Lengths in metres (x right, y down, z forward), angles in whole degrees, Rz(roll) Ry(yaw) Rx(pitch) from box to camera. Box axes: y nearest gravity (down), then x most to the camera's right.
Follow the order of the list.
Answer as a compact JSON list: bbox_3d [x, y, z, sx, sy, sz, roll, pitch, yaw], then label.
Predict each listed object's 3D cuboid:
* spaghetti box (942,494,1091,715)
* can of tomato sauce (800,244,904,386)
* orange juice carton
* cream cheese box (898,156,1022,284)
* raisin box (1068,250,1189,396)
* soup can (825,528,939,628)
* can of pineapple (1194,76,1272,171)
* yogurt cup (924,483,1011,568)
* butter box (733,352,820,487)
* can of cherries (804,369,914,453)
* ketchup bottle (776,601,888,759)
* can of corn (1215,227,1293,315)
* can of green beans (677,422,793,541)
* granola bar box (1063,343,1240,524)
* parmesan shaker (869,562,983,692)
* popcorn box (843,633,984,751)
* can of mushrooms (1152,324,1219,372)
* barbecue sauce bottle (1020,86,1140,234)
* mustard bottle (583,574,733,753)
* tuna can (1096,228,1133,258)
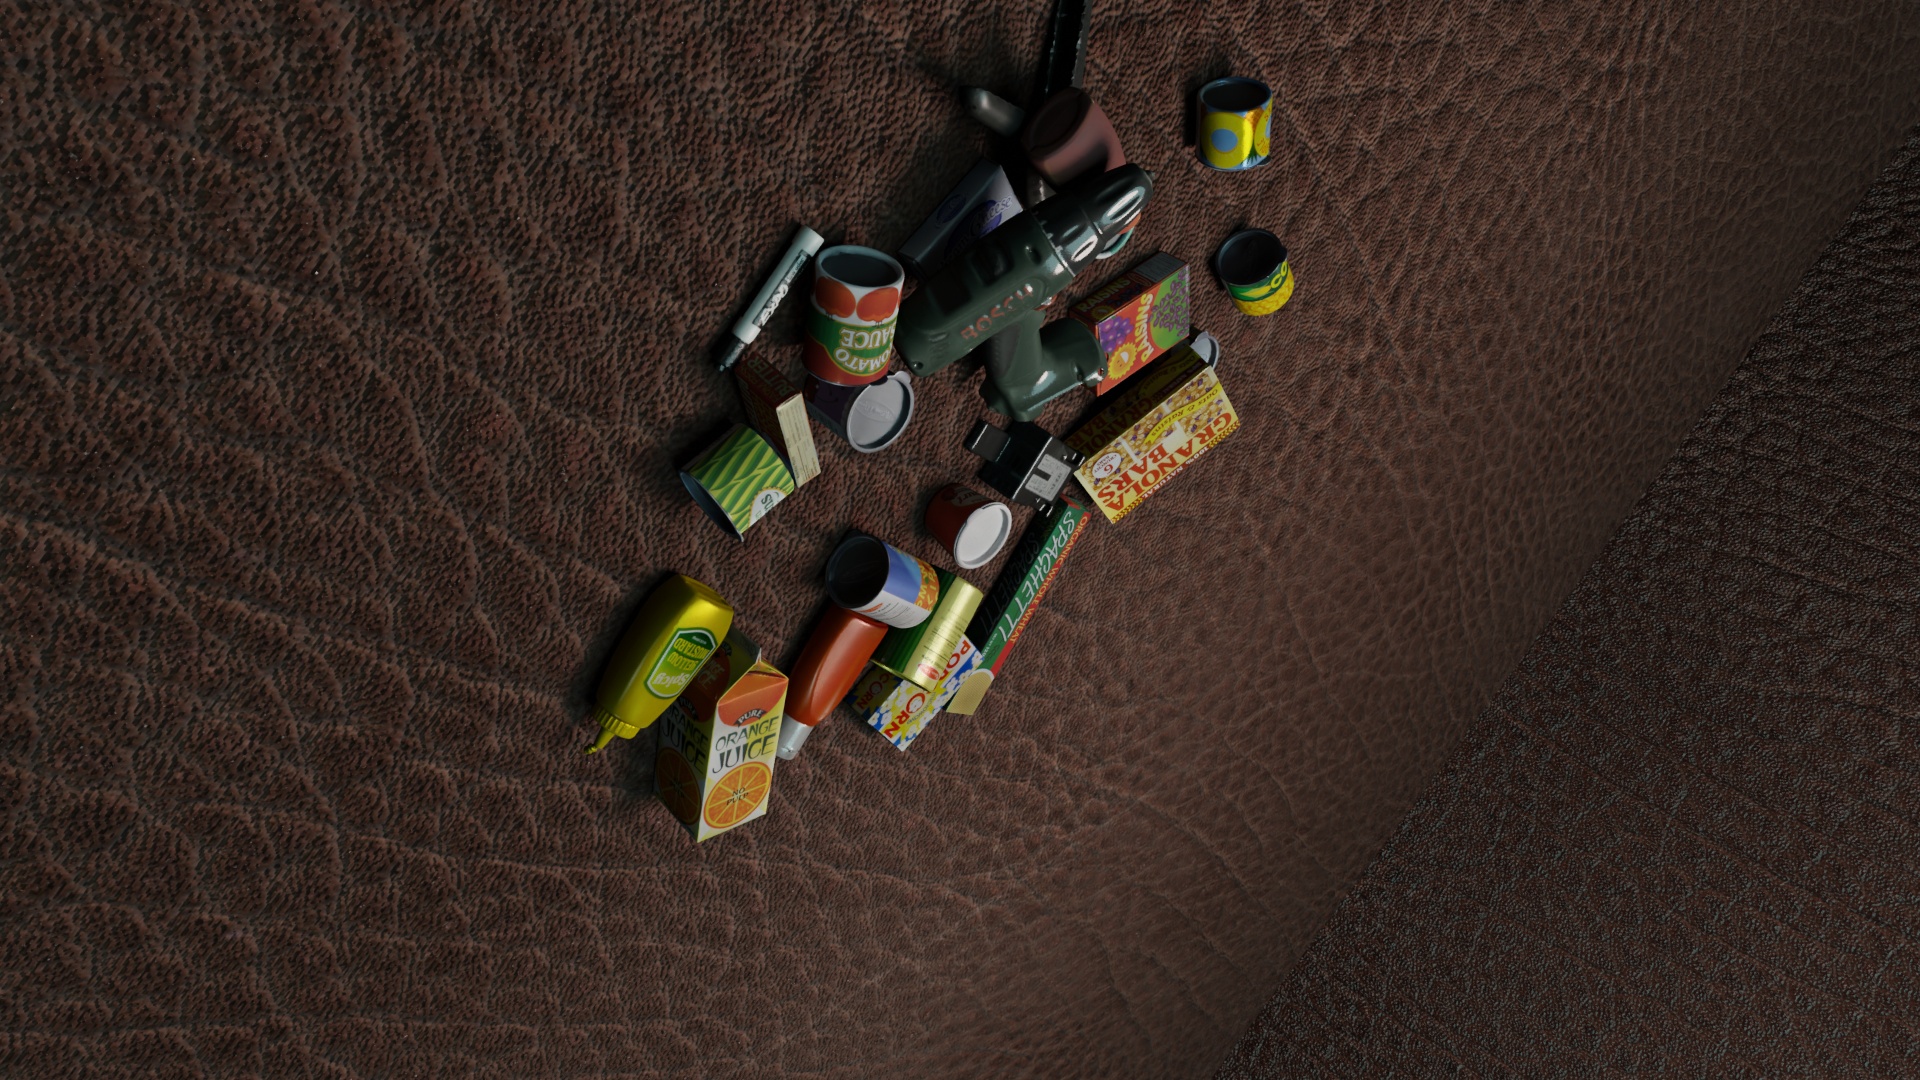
[{"bbox_3d":[0.051,0.065,1.405,0.050,0.029,0.249,18,105,-54],"label":"spaghetti box"},{"bbox_3d":[-0.078,-0.164,1.021,0.071,0.071,0.082,-22,140,-37],"label":"can of tomato sauce"},{"bbox_3d":[-0.198,0.148,1.152,0.073,0.072,0.191,-17,131,-41],"label":"orange juice carton"},{"bbox_3d":[0.002,-0.244,1.092,0.104,0.024,0.053,-49,144,-7],"label":"cream cheese box"},{"bbox_3d":[0.159,-0.202,1.295,0.124,0.040,0.085,-35,142,-24],"label":"raisin box"},{"bbox_3d":[-0.067,0.034,1.214,0.071,0.071,0.083,-56,146,4],"label":"soup can"},{"bbox_3d":[0.243,-0.368,1.226,0.071,0.071,0.057,-35,141,-25],"label":"can of pineapple"},{"bbox_3d":[0.005,-0.016,1.262,0.073,0.054,0.072,-30,138,-30],"label":"yogurt cup"},{"bbox_3d":[-0.134,-0.088,1.027,0.024,0.053,0.103,-39,154,-18],"label":"butter box"},{"bbox_3d":[-0.078,-0.112,1.083,0.072,0.058,0.071,-28,137,-30],"label":"can of cherries"},{"bbox_3d":[-0.126,0.126,1.240,0.148,0.043,0.064,-57,146,5],"label":"ketchup bottle"},{"bbox_3d":[0.293,-0.264,1.370,0.071,0.071,0.058,-51,146,-4],"label":"can of corn"},{"bbox_3d":[-0.166,-0.045,1.031,0.058,0.071,0.071,-42,143,-17],"label":"can of green beans"},{"bbox_3d":[0.187,-0.103,1.377,0.165,0.039,0.124,-38,145,5],"label":"granola bar box"},{"bbox_3d":[-0.030,0.080,1.278,0.103,0.071,0.071,-61,146,-9],"label":"parmesan shaker"},{"bbox_3d":[-0.043,0.134,1.347,0.127,0.038,0.085,-48,145,-8],"label":"popcorn box"},{"bbox_3d":[0.226,-0.184,1.393,0.071,0.033,0.070,-29,138,-30],"label":"can of mushrooms"},{"bbox_3d":[0.100,-0.285,1.072,0.065,0.044,0.148,-48,151,6],"label":"barbecue sauce bottle"},{"bbox_3d":[-0.243,0.104,1.083,0.160,0.049,0.065,-55,142,2],"label":"mustard bottle"},{"bbox_3d":[0.120,-0.279,1.191,0.071,0.033,0.070,-30,139,-30],"label":"tuna can"}]
